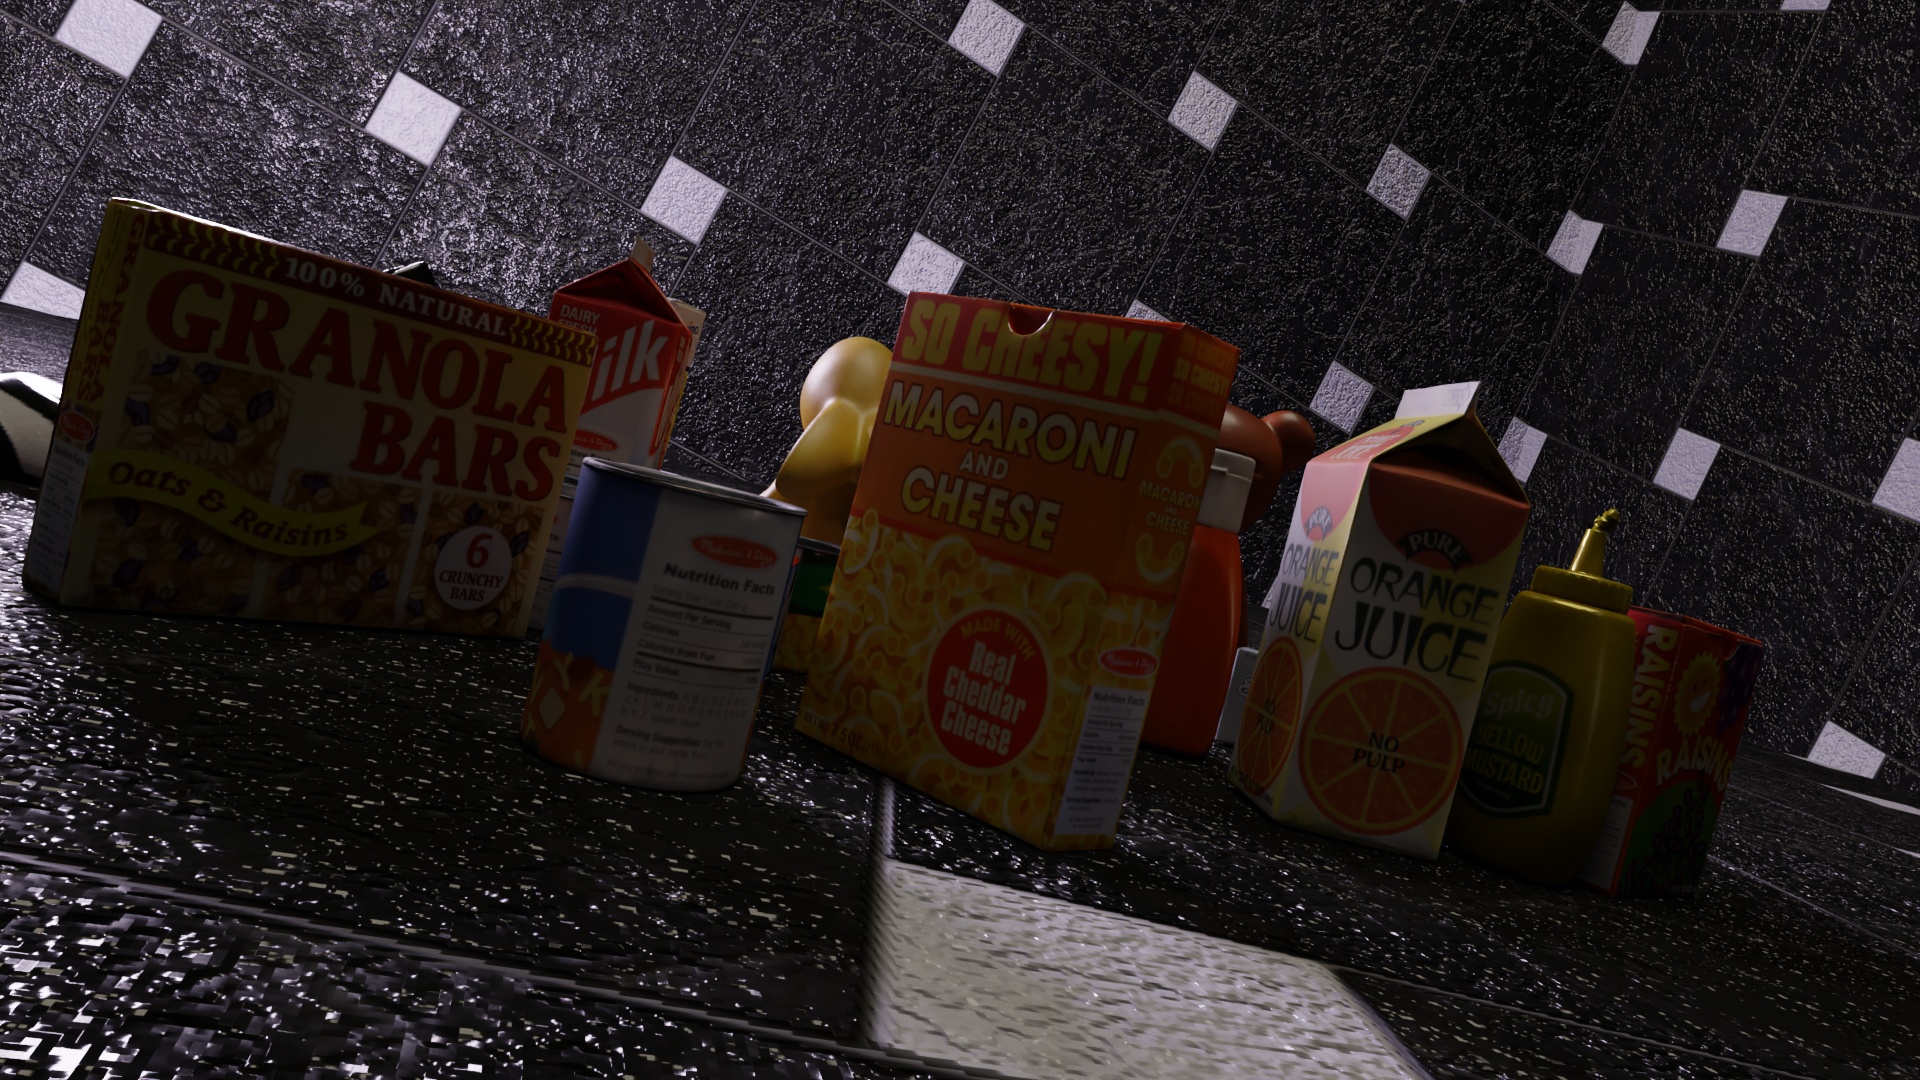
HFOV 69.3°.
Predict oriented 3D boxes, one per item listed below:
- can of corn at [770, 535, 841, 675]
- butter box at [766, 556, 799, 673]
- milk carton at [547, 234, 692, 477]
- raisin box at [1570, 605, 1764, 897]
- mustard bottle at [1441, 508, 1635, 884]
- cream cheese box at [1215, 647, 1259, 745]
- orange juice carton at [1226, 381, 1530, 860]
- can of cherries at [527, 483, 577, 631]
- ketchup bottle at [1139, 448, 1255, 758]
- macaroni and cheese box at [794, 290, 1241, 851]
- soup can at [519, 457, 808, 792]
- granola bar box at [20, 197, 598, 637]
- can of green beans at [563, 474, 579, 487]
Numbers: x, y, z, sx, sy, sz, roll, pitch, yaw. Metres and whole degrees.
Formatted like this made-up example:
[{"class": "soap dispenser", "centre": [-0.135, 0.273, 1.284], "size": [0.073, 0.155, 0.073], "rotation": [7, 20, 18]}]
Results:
[{"class": "can of corn", "centre": [-0.085, 0.027, 0.653], "size": [0.071, 0.058, 0.071], "rotation": [14, 2, 0]}, {"class": "butter box", "centre": [-0.088, 0.032, 0.566], "size": [0.024, 0.053, 0.103], "rotation": [14, 2, 0]}, {"class": "milk carton", "centre": [-0.202, -0.077, 0.789], "size": [0.073, 0.190, 0.072], "rotation": [14, 2, -7]}, {"class": "raisin box", "centre": [0.310, 0.095, 0.623], "size": [0.086, 0.123, 0.040], "rotation": [13, 2, -38]}, {"class": "mustard bottle", "centre": [0.253, 0.062, 0.594], "size": [0.049, 0.160, 0.065], "rotation": [13, 2, -41]}, {"class": "cream cheese box", "centre": [0.194, 0.096, 0.743], "size": [0.104, 0.053, 0.024], "rotation": [15, 2, 18]}, {"class": "orange juice carton", "centre": [0.179, 0.027, 0.589], "size": [0.073, 0.192, 0.072], "rotation": [14, 2, -6]}, {"class": "can of cherries", "centre": [-0.174, 0.006, 0.603], "size": [0.071, 0.058, 0.071], "rotation": [14, 2, 0]}, {"class": "ketchup bottle", "centre": [0.110, 0.028, 0.684], "size": [0.065, 0.148, 0.043], "rotation": [15, 2, 10]}, {"class": "macaroni and cheese box", "centre": [0.015, 0.004, 0.470], "size": [0.124, 0.166, 0.040], "rotation": [16, 2, 43]}, {"class": "soup can", "centre": [-0.088, 0.023, 0.408], "size": [0.071, 0.083, 0.071], "rotation": [14, 2, 0]}, {"class": "granola bar box", "centre": [-0.218, -0.034, 0.486], "size": [0.039, 0.124, 0.165], "rotation": [16, 2, 37]}, {"class": "can of green beans", "centre": [-0.208, -0.005, 0.670], "size": [0.071, 0.058, 0.071], "rotation": [14, 2, 0]}]
